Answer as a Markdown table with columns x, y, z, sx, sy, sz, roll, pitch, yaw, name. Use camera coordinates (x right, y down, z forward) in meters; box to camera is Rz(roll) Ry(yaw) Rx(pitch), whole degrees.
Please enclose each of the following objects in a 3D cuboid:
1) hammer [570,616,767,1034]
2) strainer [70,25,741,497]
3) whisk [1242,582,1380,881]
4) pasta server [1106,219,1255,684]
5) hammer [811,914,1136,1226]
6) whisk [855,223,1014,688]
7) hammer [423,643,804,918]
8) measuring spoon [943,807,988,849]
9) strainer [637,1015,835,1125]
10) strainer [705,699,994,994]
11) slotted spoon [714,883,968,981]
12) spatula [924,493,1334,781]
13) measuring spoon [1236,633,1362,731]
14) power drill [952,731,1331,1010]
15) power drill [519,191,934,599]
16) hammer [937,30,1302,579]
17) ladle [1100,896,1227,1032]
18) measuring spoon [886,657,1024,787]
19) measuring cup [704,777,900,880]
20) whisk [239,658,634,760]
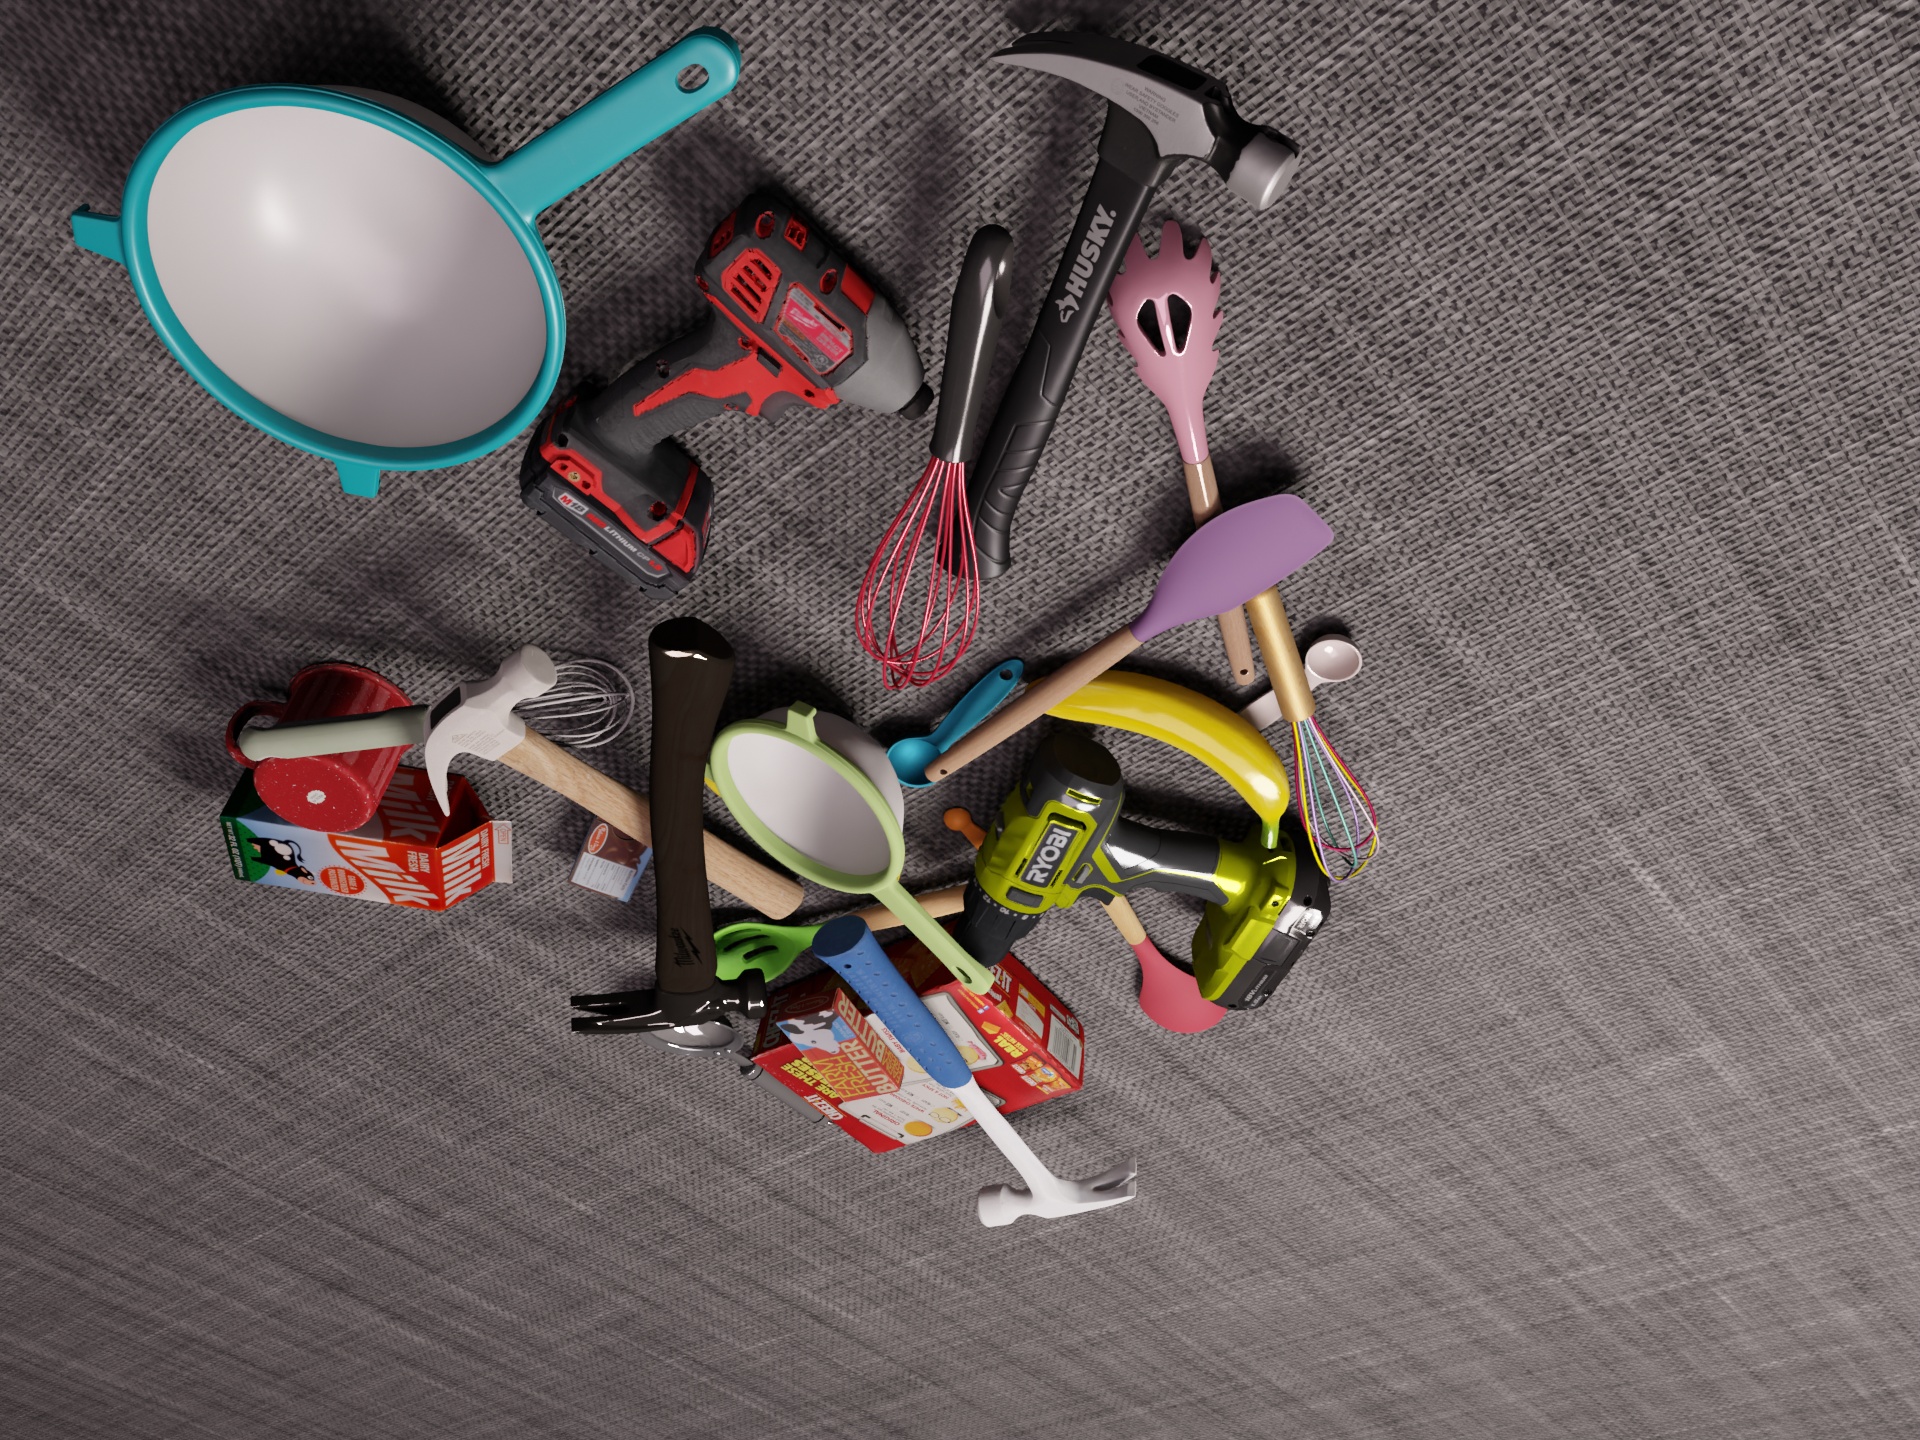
| x | y | z | sx | sy | sz | roll | pitch | yaw | name |
| --- | --- | --- | --- | --- | --- | --- | --- | --- | --- |
| -0.198 | 0.088 | 1.067 | 0.146 | 0.038 | 0.410 | -4 | 138 | -13 | hammer |
| -0.244 | -0.259 | 0.781 | 0.340 | 0.095 | 0.210 | -22 | 131 | 23 | strainer |
| 0.222 | 0.008 | 1.008 | 0.047 | 0.051 | 0.244 | -20 | 123 | 10 | whisk |
| 0.139 | -0.135 | 0.908 | 0.060 | 0.040 | 0.315 | -9 | 136 | 14 | pasta server |
| 0.007 | 0.276 | 1.208 | 0.144 | 0.035 | 0.405 | -15 | 133 | 21 | hammer |
| -0.009 | -0.129 | 0.861 | 0.073 | 0.073 | 0.295 | 10 | 132 | -4 | whisk |
| -0.223 | 0.065 | 1.083 | 0.130 | 0.031 | 0.331 | -32 | 138 | 18 | hammer |
| 0.027 | 0.101 | 1.157 | 0.021 | 0.011 | 0.116 | -26 | 126 | 28 | measuring spoon |
| -0.183 | 0.288 | 1.344 | 0.087 | 0.050 | 0.258 | -17 | 136 | 29 | strainer |
| -0.053 | 0.077 | 1.072 | 0.256 | 0.069 | 0.151 | 47 | 144 | -15 | strainer |
| -0.063 | 0.150 | 1.199 | 0.314 | 0.031 | 0.070 | -16 | 131 | 21 | slotted spoon |
| 0.087 | -0.042 | 0.972 | 0.059 | 0.018 | 0.316 | 37 | 127 | -24 | spatula |
| 0.209 | -0.020 | 1.021 | 0.034 | 0.018 | 0.124 | 34 | 136 | -15 | measuring spoon |
| 0.118 | 0.121 | 1.101 | 0.228 | 0.080 | 0.190 | 18 | 122 | -14 | power drill |
| -0.126 | -0.169 | 0.870 | 0.219 | 0.079 | 0.143 | -35 | 122 | 30 | power drill |
| 0.043 | -0.194 | 0.831 | 0.146 | 0.035 | 0.334 | 35 | 140 | 8 | hammer |
| 0.122 | 0.144 | 1.180 | 0.069 | 0.031 | 0.315 | -18 | 128 | 22 | ladle |
| -0.002 | -0.003 | 1.060 | 0.042 | 0.021 | 0.128 | 36 | 119 | -19 | measuring spoon |
| -0.110 | 0.071 | 1.141 | 0.156 | 0.029 | 0.062 | 30 | 131 | -6 | measuring cup |
| -0.336 | -0.001 | 1.033 | 0.246 | 0.058 | 0.059 | -7 | 95 | -14 | whisk |
